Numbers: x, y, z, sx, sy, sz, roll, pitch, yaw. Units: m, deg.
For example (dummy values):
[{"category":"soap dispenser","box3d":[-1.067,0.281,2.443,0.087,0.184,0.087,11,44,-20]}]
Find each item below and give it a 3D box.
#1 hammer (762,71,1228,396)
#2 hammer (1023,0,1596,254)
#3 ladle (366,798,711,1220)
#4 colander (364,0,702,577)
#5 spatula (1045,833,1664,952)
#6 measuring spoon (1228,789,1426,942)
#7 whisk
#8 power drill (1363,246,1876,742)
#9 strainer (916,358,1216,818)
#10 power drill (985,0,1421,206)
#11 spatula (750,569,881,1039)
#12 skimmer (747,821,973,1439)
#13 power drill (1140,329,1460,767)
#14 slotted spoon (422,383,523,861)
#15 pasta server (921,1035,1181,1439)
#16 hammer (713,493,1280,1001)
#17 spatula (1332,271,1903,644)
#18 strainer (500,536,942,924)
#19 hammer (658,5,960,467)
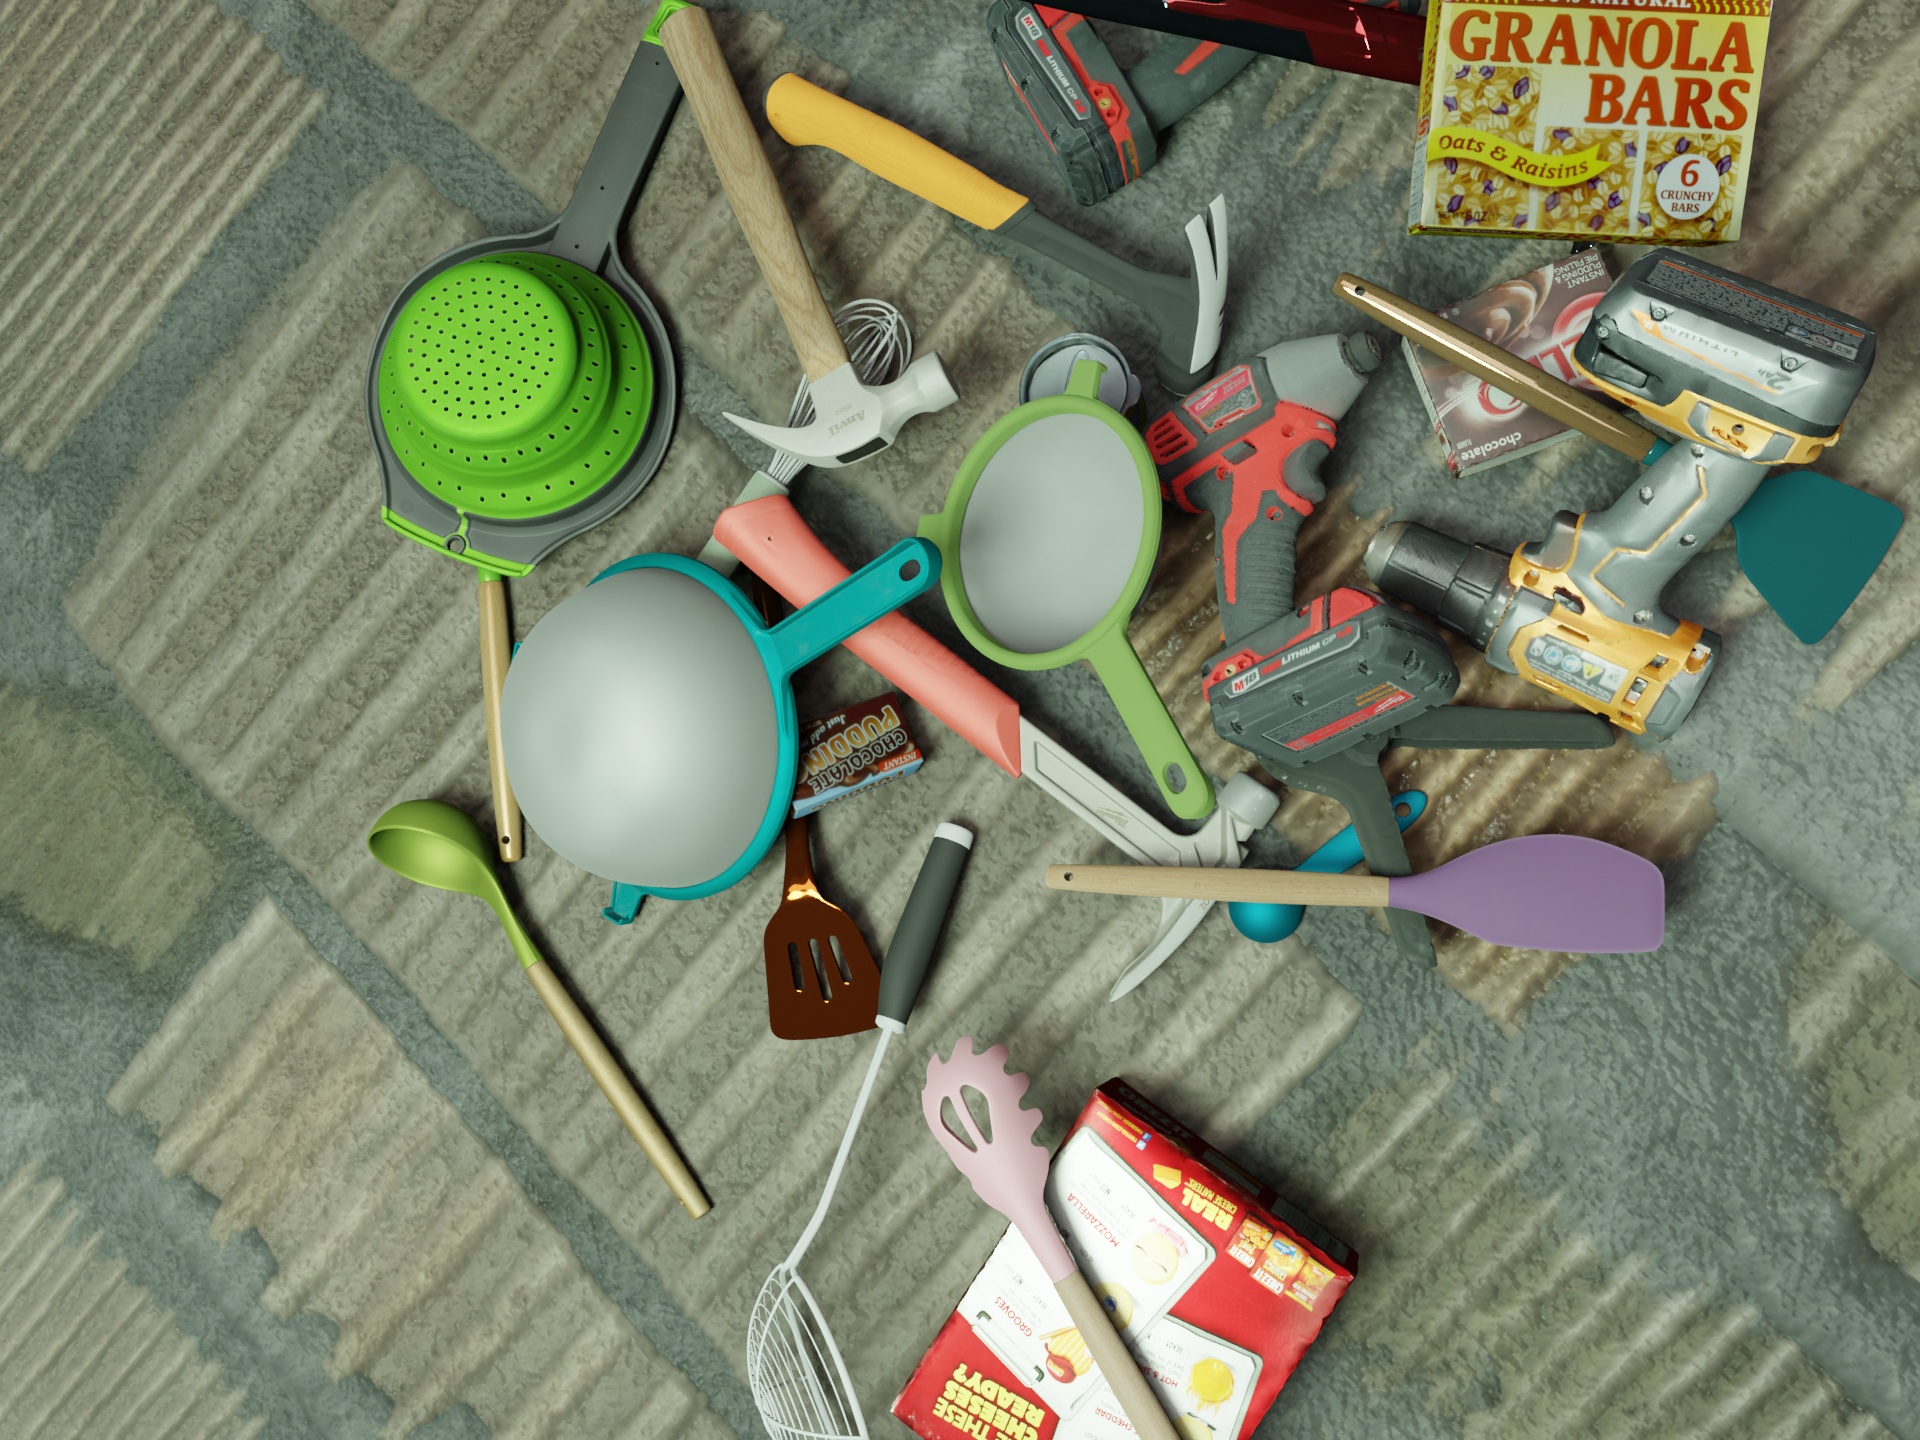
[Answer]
[{"category":"hammer","box3d":[0.012,-0.314,0.942,0.337,0.127,0.034,34,66,22]},{"category":"hammer","box3d":[0.182,-0.362,0.865,0.386,0.038,0.143,11,99,-1]},{"category":"ladle","box3d":[-0.260,0.179,0.985,0.062,0.078,0.320,-30,78,-35]},{"category":"colander","box3d":[-0.254,-0.292,0.996,0.204,0.094,0.397,22,85,2]},{"category":"spatula","box3d":[0.200,0.087,0.838,0.316,0.018,0.060,0,77,17]},{"category":"measuring spoon","box3d":[0.205,0.078,0.884,0.128,0.021,0.042,-37,76,8]},{"category":"whisk","box3d":[-0.110,-0.152,0.975,0.246,0.059,0.058,-56,29,0]},{"category":"power drill","box3d":[0.317,-0.114,0.796,0.185,0.084,0.226,28,133,18]},{"category":"strainer","box3d":[0.084,-0.056,0.857,0.151,0.069,0.257,-42,60,30]},{"category":"power drill","box3d":[0.130,-0.433,0.934,0.226,0.080,0.188,-29,78,8]},{"category":"spatula","box3d":[-0.102,0.031,0.975,0.081,0.041,0.323,-12,77,12]},{"category":"skimmer","box3d":[-0.034,0.241,0.905,0.090,0.127,0.363,23,75,-14]},{"category":"power drill","box3d":[0.179,-0.100,0.843,0.143,0.078,0.220,-29,57,33]},{"category":"slotted spoon","box3d":[-0.307,-0.064,1.038,0.070,0.031,0.314,-7,84,8]},{"category":"pasta server","box3d":[0.070,0.309,0.822,0.060,0.040,0.316,-34,79,12]},{"category":"hammer","box3d":[-0.001,-0.003,0.917,0.359,0.036,0.149,38,94,7]},{"category":"spatula","box3d":[0.337,-0.153,0.839,0.317,0.044,0.082,32,101,9]},{"category":"strainer","box3d":[-0.156,-0.017,0.893,0.340,0.095,0.211,-29,79,35]},{"category":"hammer","box3d":[-0.118,-0.299,0.964,0.130,0.031,0.331,-27,72,13]}]
